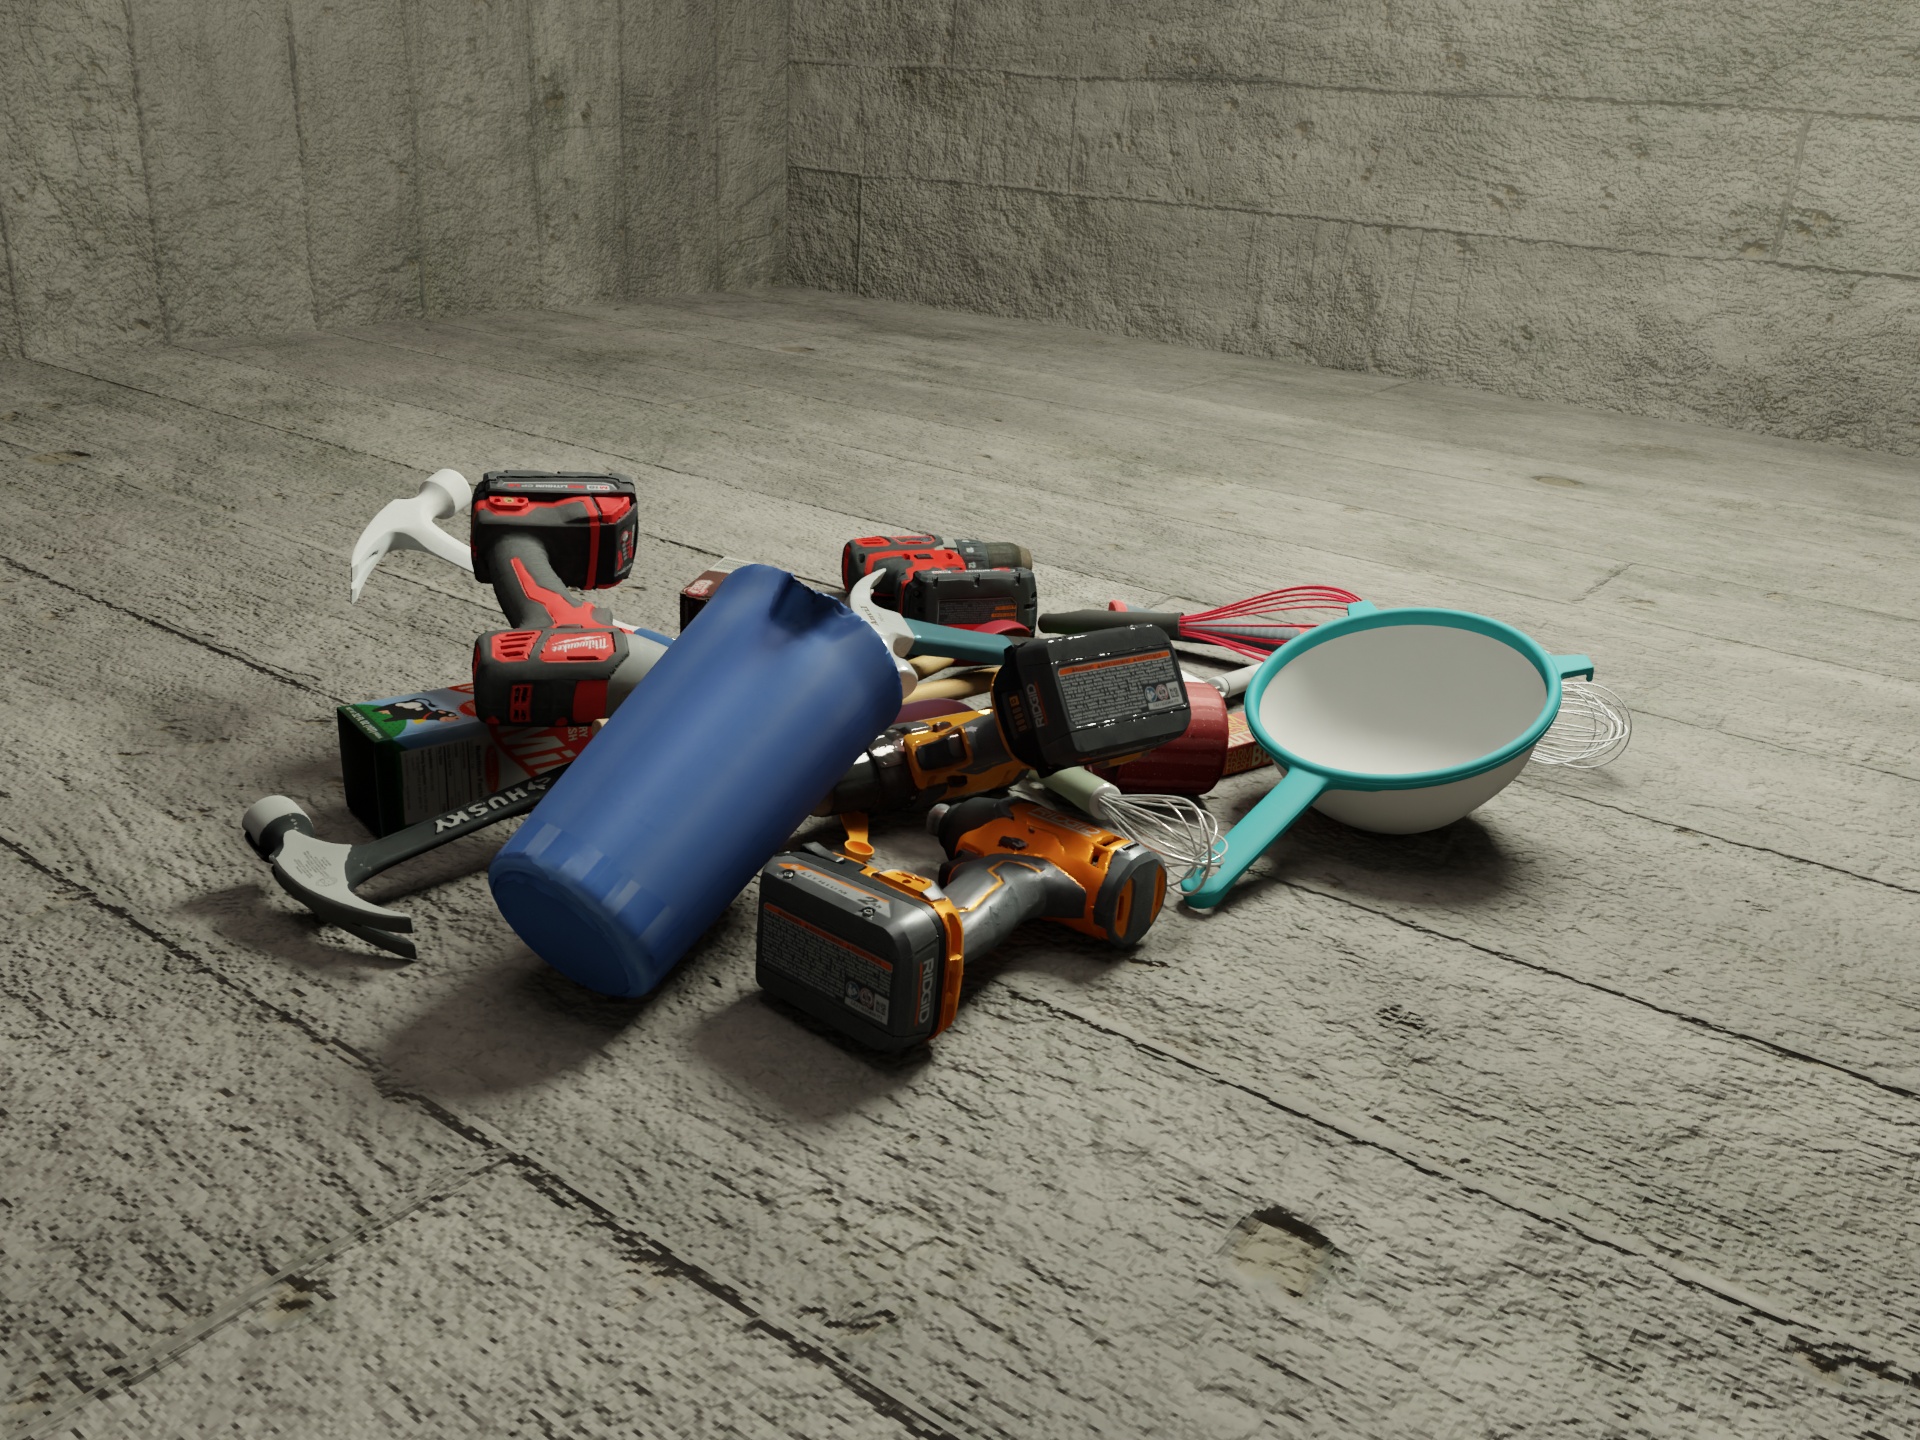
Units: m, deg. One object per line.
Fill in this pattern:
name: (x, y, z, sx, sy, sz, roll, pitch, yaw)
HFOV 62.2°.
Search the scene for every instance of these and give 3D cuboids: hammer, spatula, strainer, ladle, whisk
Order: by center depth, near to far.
hammer: (-0.228, 0.029, 1.019, 0.409, 0.036, 0.149, -25, 45, -37)
whisk: (0.100, 0.057, 1.053, 0.057, 0.059, 0.246, 0, 13, -23)
spatula: (-0.104, 0.007, 1.063, 0.315, 0.059, 0.018, 1, 37, -43)
strainer: (0.267, 0.047, 1.086, 0.211, 0.095, 0.340, 21, 48, 42)
hammer: (-0.251, -0.059, 1.157, 0.405, 0.035, 0.144, 26, 42, 7)
hammer: (0.045, -0.051, 1.231, 0.330, 0.033, 0.128, 6, 37, -40)
ladle: (-0.023, -0.043, 1.231, 0.069, 0.031, 0.315, -31, -2, 26)
whisk: (0.379, -0.010, 1.261, 0.285, 0.070, 0.070, 8, 22, 24)
strainer: (0.202, -0.026, 1.290, 0.087, 0.050, 0.258, -17, -1, 38)
whisk: (0.203, -0.078, 1.323, 0.296, 0.073, 0.073, 2, 20, 24)
hammer: (0.313, -0.065, 1.389, 0.386, 0.038, 0.143, 9, -2, 26)

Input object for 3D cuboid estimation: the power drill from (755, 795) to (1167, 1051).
power drill: (-0.009, 0.099, 0.910, 0.164, 0.084, 0.226, 19, 23, 37)

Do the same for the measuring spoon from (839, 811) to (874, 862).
measuring spoon: (-0.072, 0.070, 1.065, 0.021, 0.011, 0.117, 13, 17, -12)

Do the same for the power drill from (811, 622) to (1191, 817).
power drill: (0.011, 0.011, 1.020, 0.185, 0.084, 0.226, -11, -8, -38)

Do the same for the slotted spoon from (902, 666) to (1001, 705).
slotted spoon: (0.022, -0.032, 1.248, 0.070, 0.031, 0.313, 15, 16, 28)

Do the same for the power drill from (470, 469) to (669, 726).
power drill: (-0.258, -0.079, 1.070, 0.143, 0.078, 0.220, -1, 40, -20)

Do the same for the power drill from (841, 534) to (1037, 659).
power drill: (0.002, -0.124, 1.471, 0.188, 0.080, 0.227, -3, 20, -17)
